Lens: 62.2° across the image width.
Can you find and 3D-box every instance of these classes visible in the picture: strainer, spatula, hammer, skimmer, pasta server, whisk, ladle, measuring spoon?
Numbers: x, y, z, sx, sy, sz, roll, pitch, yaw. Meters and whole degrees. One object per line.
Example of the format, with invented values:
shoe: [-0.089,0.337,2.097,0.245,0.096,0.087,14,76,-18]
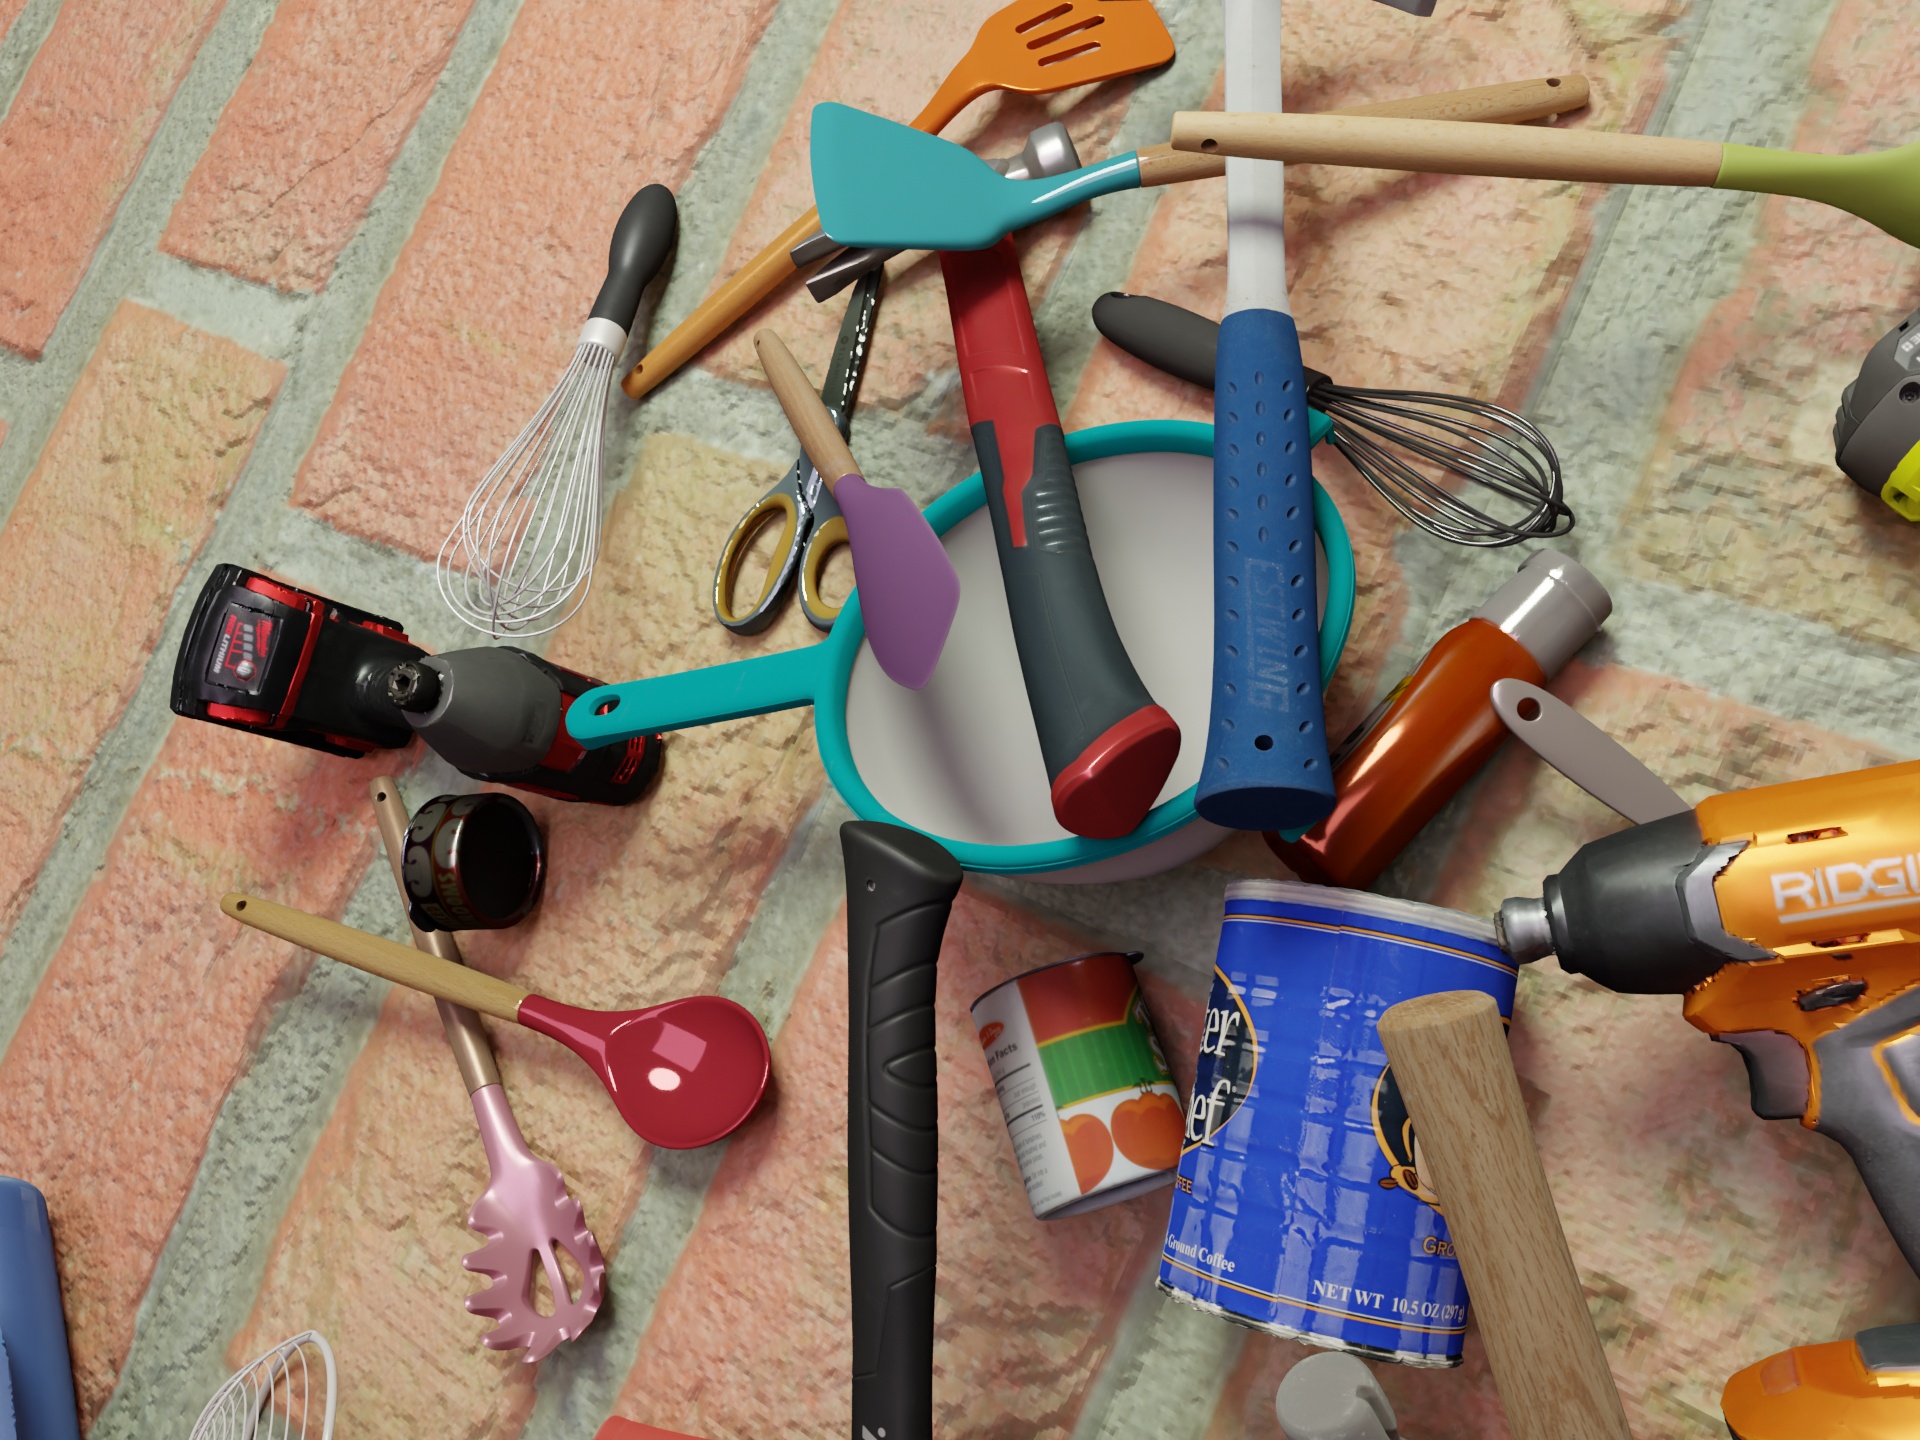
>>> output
strainer: [-0.001,-0.002,0.645,0.340,0.095,0.211,-9,50,25]
spatula: [-0.054,-0.107,0.679,0.059,0.018,0.316,-68,28,26]
hammer: [0.008,-0.107,0.632,0.143,0.038,0.387,-20,46,13]
hammer: [0.187,0.238,0.449,0.130,0.031,0.331,-19,87,37]
hammer: [0.004,0.289,0.575,0.359,0.149,0.037,-14,25,31]
skimmer: [-0.190,0.370,0.672,0.363,0.090,0.127,13,79,18]
pasta server: [-0.236,0.150,0.754,0.060,0.040,0.316,-27,62,-6]
whisk: [0.142,-0.129,0.649,0.239,0.055,0.055,35,92,34]
whisk: [-0.190,-0.163,0.793,0.070,0.070,0.285,-2,60,25]
spatula: [-0.045,-0.260,0.793,0.322,0.041,0.081,-36,62,17]
hammer: [-0.027,0.201,0.528,0.146,0.035,0.335,-3,86,36]
ladle: [0.235,-0.205,0.556,0.320,0.078,0.062,6,63,6]
ladle: [-0.223,0.127,0.737,0.315,0.031,0.069,14,64,21]
spatula: [0.099,-0.238,0.653,0.317,0.044,0.082,-9,60,4]
measuring spoon: [0.235,0.025,0.545,0.124,0.018,0.034,38,87,5]
hammer: [0.113,-0.152,0.575,0.144,0.035,0.406,2,63,5]

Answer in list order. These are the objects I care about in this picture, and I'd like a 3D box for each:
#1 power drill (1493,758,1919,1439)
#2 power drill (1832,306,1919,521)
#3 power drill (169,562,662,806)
power drill: [0.259,0.130,0.467,0.164,0.084,0.226,-12,85,22]
power drill: [0.406,-0.064,0.486,0.171,0.080,0.223,-40,66,11]
power drill: [-0.265,-0.013,0.758,0.220,0.143,0.078,12,83,31]
